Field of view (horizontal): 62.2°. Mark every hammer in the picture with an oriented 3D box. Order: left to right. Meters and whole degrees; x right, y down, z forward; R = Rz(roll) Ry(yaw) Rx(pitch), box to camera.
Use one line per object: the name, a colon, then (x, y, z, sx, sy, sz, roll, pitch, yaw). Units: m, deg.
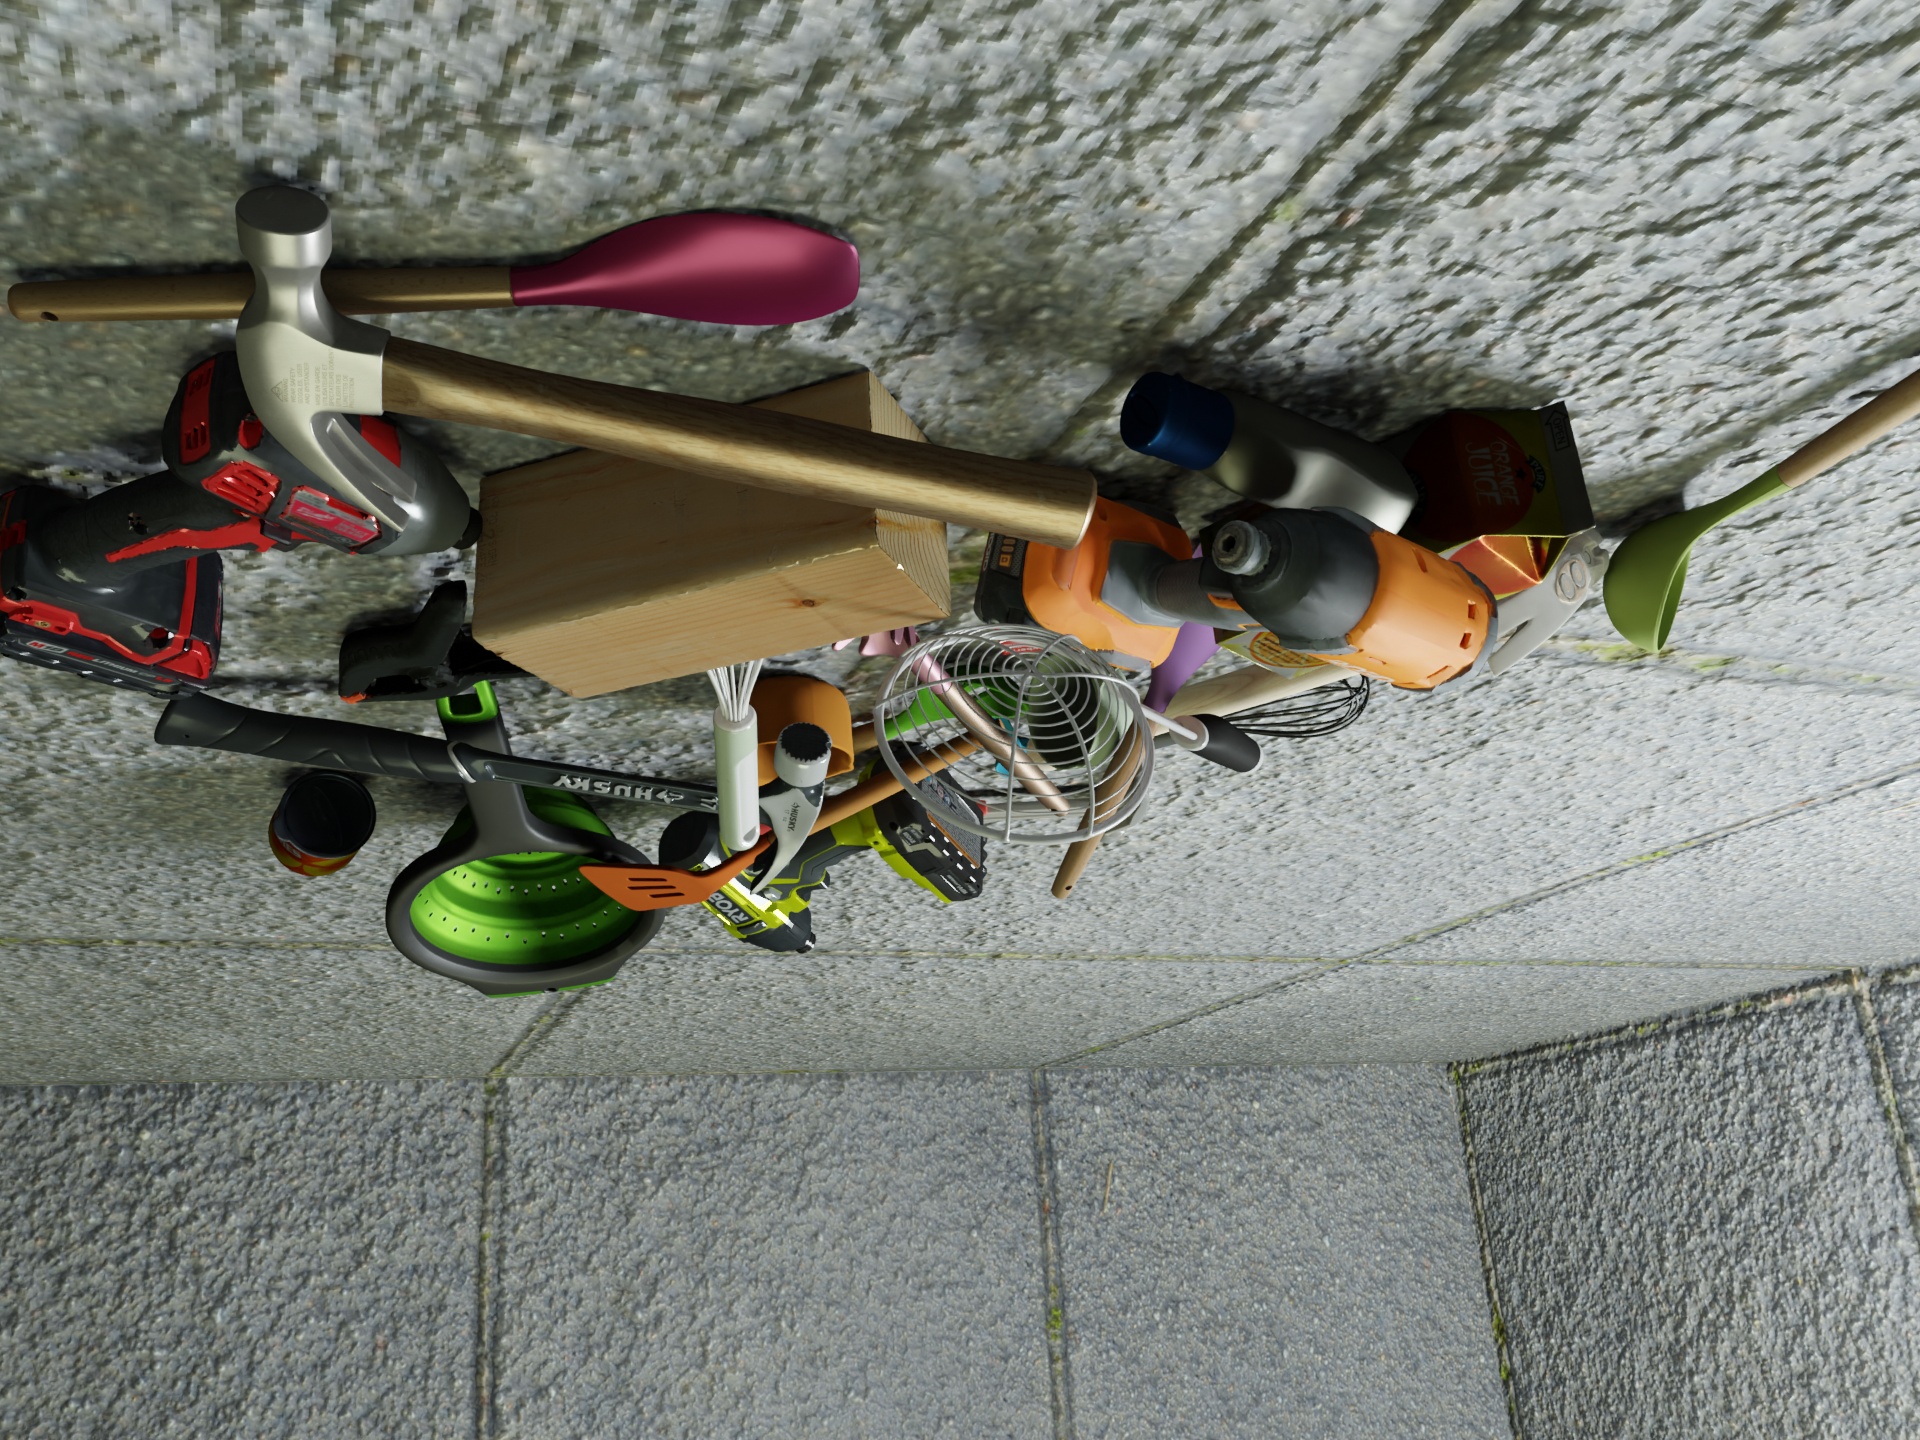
hammer: (-0.292, 0.032, 1.003, 0.409, 0.036, 0.149, 9, 137, -8)
hammer: (-0.108, -0.111, 0.628, 0.331, 0.031, 0.130, 10, 137, -11)
hammer: (-0.028, 0.076, 1.296, 0.359, 0.037, 0.149, -3, 160, -5)
hammer: (0.186, -0.021, 0.989, 0.410, 0.038, 0.146, -20, -170, 46)

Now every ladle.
ladle: (0.444, -0.129, 0.795, 0.062, 0.078, 0.320, 39, 146, -3)

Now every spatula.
spatula: (-0.116, 0.068, 1.137, 0.322, 0.041, 0.080, -26, 144, 7)
spatula: (0.113, 0.008, 0.987, 0.059, 0.018, 0.315, -1, 136, -25)

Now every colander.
colander: (-0.327, 0.065, 1.155, 0.204, 0.095, 0.396, -6, 143, -9)

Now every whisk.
whisk: (-0.128, -0.008, 0.904, 0.059, 0.058, 0.246, 30, 141, 22)
whisk: (0.175, -0.003, 1.112, 0.239, 0.055, 0.055, -13, 159, 35)

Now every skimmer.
skimmer: (0.081, 0.020, 0.824, 0.090, 0.127, 0.363, -52, 155, 10)

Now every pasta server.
pasta server: (-0.002, -0.003, 1.000, 0.060, 0.040, 0.315, 1, 153, 31)

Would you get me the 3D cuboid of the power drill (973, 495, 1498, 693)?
power drill: (0.111, -0.066, 0.744, 0.164, 0.084, 0.227, 14, 178, -42)

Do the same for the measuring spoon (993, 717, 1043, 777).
measuring spoon: (0.032, 0.006, 1.152, 0.042, 0.021, 0.128, -16, 149, 12)

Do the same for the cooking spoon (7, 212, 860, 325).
cooking spoon: (-0.198, -0.166, 0.612, 0.319, 0.017, 0.068, -3, 159, -5)

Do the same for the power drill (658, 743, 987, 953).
power drill: (-0.098, 0.111, 1.238, 0.223, 0.080, 0.171, -20, 135, 23)

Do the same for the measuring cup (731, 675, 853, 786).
measuring cup: (-0.136, 0.017, 1.089, 0.095, 0.052, 0.173, 7, 159, -29)

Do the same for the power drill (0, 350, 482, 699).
power drill: (-0.336, -0.085, 0.732, 0.219, 0.079, 0.143, -19, 156, 28)

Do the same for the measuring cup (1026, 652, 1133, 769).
measuring cup: (0.101, -0.032, 0.997, 0.038, 0.083, 0.167, -1, 146, -36)

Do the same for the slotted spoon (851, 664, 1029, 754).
slotted spoon: (-0.072, 0.012, 1.122, 0.070, 0.031, 0.314, 26, 148, -37)
